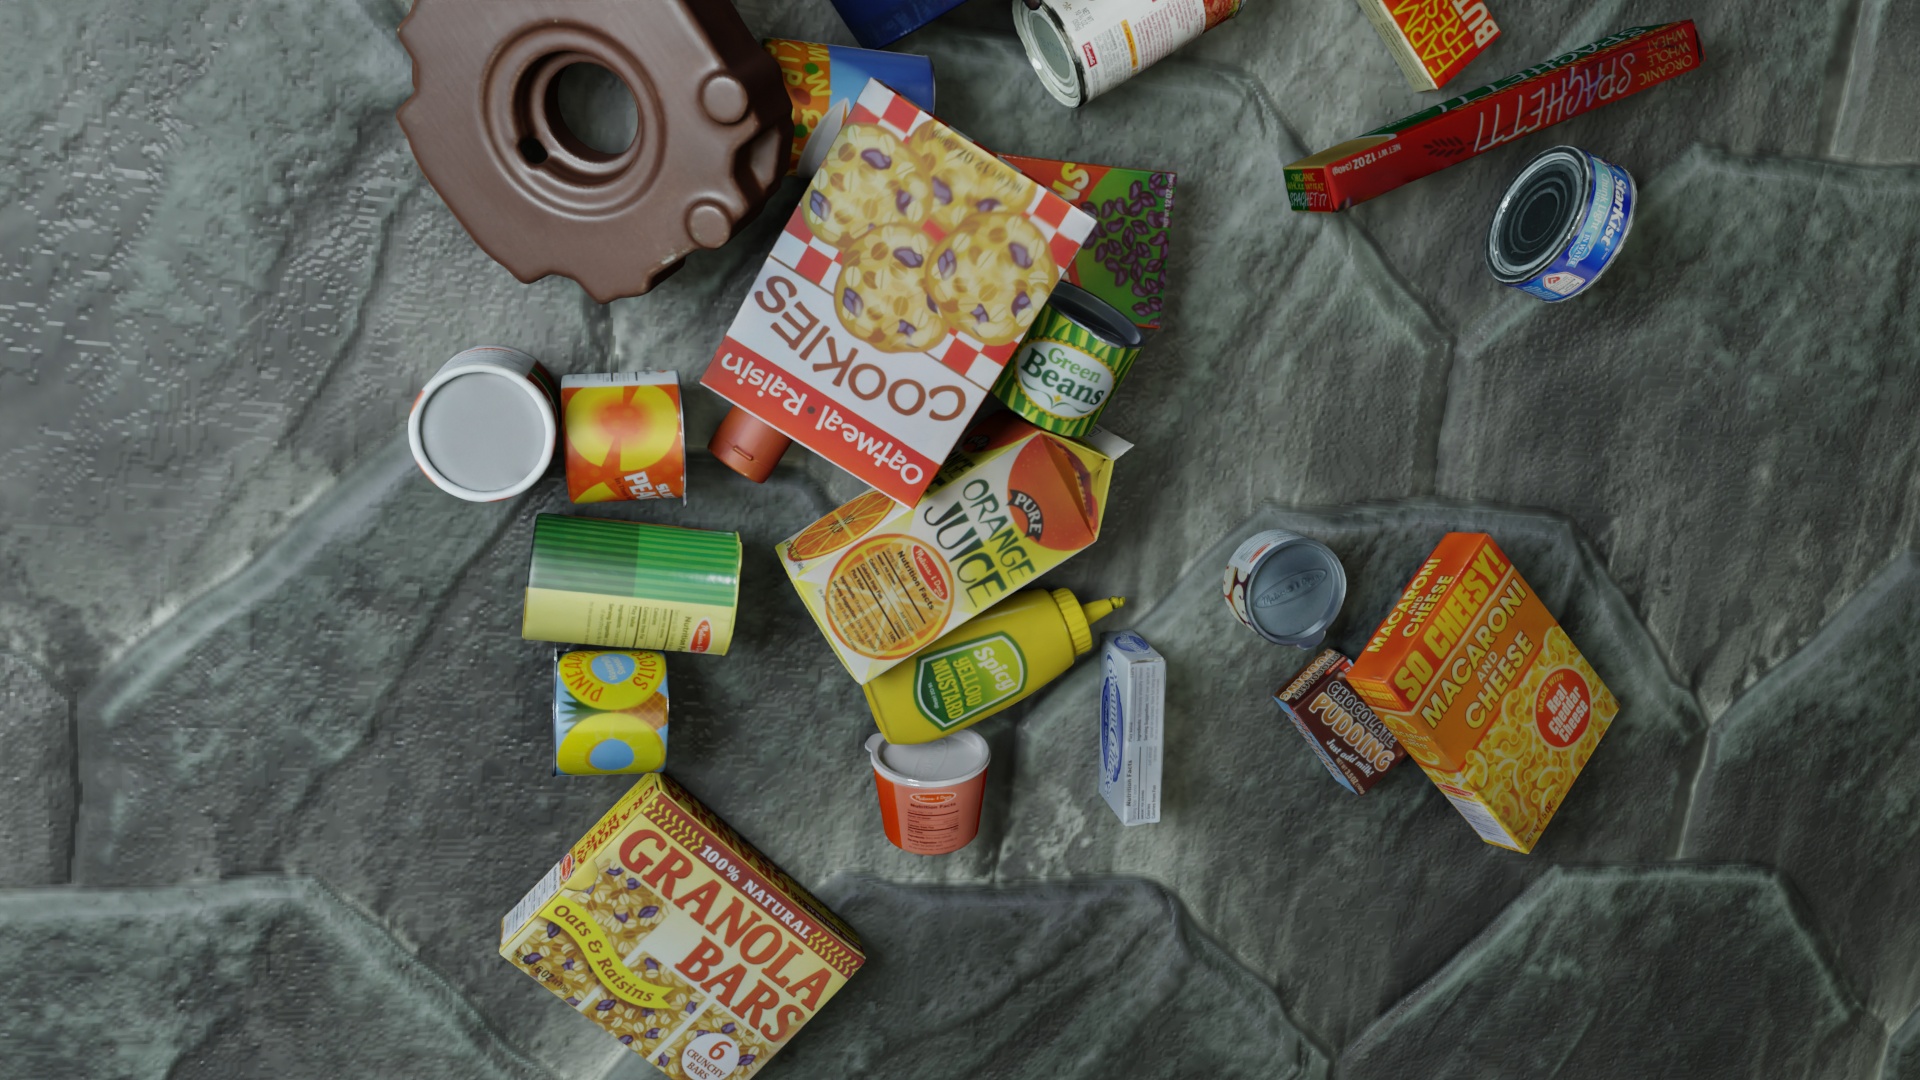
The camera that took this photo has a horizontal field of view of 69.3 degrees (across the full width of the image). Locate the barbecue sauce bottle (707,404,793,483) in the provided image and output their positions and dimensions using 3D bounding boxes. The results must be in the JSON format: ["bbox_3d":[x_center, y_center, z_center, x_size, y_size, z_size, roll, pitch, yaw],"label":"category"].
[{"bbox_3d":[-0.077,-0.100,0.729,0.065,0.044,0.148,34,93,-9],"label":"barbecue sauce bottle"}]

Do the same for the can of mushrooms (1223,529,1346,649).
[{"bbox_3d":[0.196,0.030,0.840,0.071,0.033,0.071,-4,103,-15],"label":"can of mushrooms"}]

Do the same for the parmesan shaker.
[{"bbox_3d":[-0.170,0.021,0.719,0.103,0.071,0.071,7,101,-16],"label":"parmesan shaker"}]

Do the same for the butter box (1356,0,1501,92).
[{"bbox_3d":[0.254,-0.309,0.780,0.053,0.024,0.103,-43,109,-2],"label":"butter box"}]

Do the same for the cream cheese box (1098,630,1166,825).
[{"bbox_3d":[0.101,0.110,0.822,0.024,0.053,0.103,-3,104,-12],"label":"cream cheese box"}]

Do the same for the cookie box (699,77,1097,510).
[{"bbox_3d":[-0.031,-0.116,0.671,0.123,0.040,0.167,31,107,-6],"label":"cookie box"}]

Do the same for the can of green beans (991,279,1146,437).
[{"bbox_3d":[0.053,-0.095,0.717,0.071,0.071,0.057,22,116,-19],"label":"can of green beans"}]

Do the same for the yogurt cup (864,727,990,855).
[{"bbox_3d":[-0.017,0.142,0.794,0.072,0.072,0.053,-6,113,-14],"label":"yogurt cup"}]

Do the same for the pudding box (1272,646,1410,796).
[{"bbox_3d":[0.241,0.114,0.874,0.050,0.030,0.083,-41,110,-4],"label":"pudding box"}]

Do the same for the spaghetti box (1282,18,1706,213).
[{"bbox_3d":[0.306,-0.244,0.796,0.250,0.050,0.028,-23,109,-9],"label":"spaghetti box"}]

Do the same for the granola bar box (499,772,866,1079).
[{"bbox_3d":[-0.155,0.228,0.788,0.124,0.039,0.165,-45,110,-1],"label":"granola bar box"}]

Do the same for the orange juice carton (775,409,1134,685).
[{"bbox_3d":[0.003,-0.009,0.758,0.193,0.072,0.073,-32,109,-6],"label":"orange juice carton"}]

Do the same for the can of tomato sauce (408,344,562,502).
[{"bbox_3d":[-0.229,-0.057,0.677,0.071,0.083,0.071,-3,104,-14],"label":"can of tomato sauce"}]

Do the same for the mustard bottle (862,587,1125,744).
[{"bbox_3d":[0.023,0.062,0.792,0.160,0.049,0.065,-22,110,-9],"label":"mustard bottle"}]

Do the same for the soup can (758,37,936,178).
[{"bbox_3d":[-0.060,-0.211,0.694,0.084,0.071,0.071,1,103,-15],"label":"soup can"}]

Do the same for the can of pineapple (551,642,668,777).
[{"bbox_3d":[-0.185,0.089,0.732,0.058,0.071,0.070,1,103,-16],"label":"can of pineapple"}]

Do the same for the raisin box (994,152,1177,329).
[{"bbox_3d":[0.050,-0.162,0.752,0.123,0.040,0.086,2,103,-15],"label":"raisin box"}]

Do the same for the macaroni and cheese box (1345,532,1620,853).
[{"bbox_3d":[0.330,0.095,0.872,0.166,0.040,0.124,46,71,-19],"label":"macaroni and cheese box"}]

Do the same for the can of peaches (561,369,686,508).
[{"bbox_3d":[-0.170,-0.050,0.703,0.058,0.071,0.071,-3,104,-14],"label":"can of peaches"}]
